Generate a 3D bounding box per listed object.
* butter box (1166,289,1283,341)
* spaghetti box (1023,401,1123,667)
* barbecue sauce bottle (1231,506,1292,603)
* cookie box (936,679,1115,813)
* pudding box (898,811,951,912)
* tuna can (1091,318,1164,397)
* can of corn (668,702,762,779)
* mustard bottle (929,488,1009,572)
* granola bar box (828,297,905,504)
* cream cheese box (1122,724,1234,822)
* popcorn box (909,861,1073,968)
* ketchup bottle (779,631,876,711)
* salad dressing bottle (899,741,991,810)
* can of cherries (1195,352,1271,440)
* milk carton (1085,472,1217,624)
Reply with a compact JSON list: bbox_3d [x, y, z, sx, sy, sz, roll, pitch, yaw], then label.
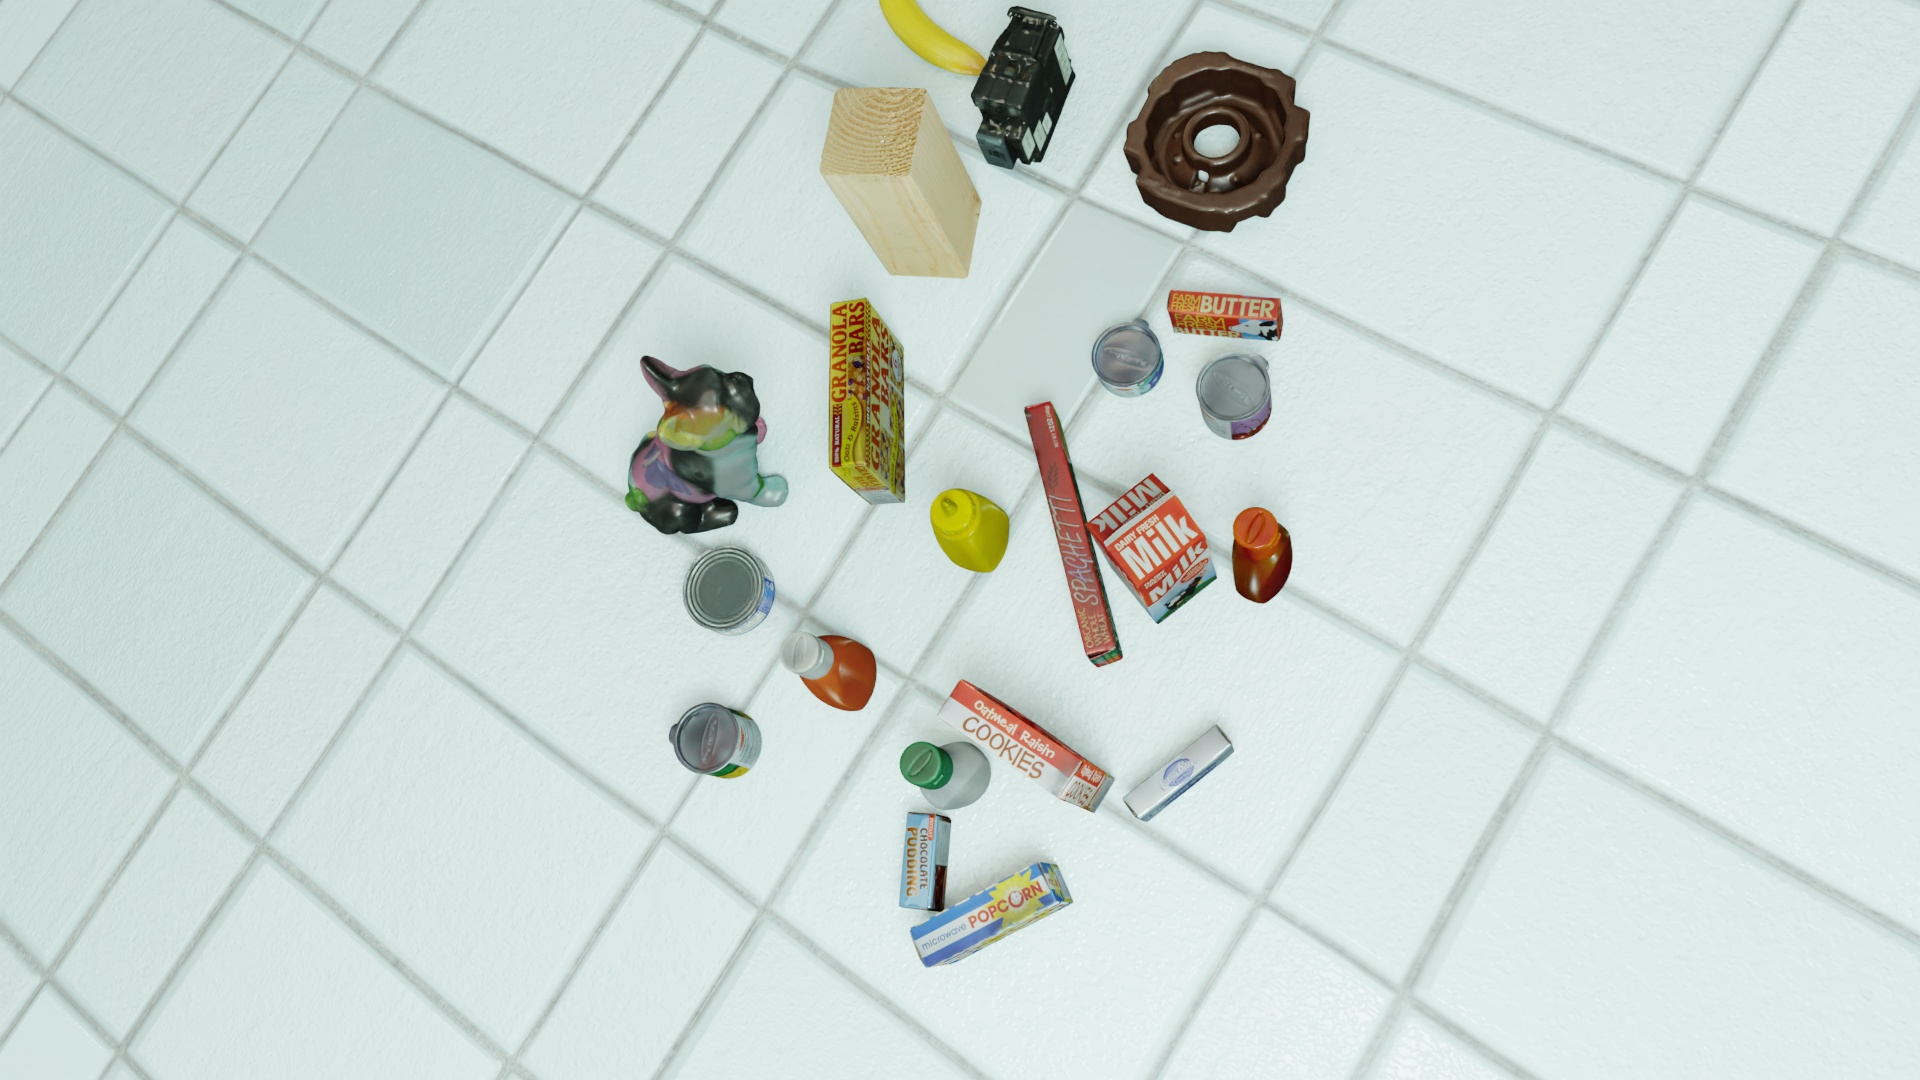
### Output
[{"bbox_3d":[0.247,-0.210,1.298,0.103,0.053,0.024,8,77,17],"label":"butter box"},{"bbox_3d":[0.103,-0.007,1.279,0.028,0.050,0.250,-17,71,10],"label":"spaghetti box"},{"bbox_3d":[0.255,0.009,1.181,0.044,0.148,0.065,26,83,20],"label":"barbecue sauce bottle"},{"bbox_3d":[0.059,0.176,1.175,0.123,0.167,0.040,31,85,21],"label":"cookie box"},{"bbox_3d":[-0.031,0.285,1.231,0.030,0.049,0.084,0,75,15],"label":"pudding box"},{"bbox_3d":[0.161,-0.173,1.321,0.071,0.032,0.071,-4,74,14],"label":"tuna can"},{"bbox_3d":[-0.230,0.189,1.307,0.071,0.058,0.071,-4,74,14],"label":"can of corn"},{"bbox_3d":[0.004,-0.016,1.249,0.049,0.160,0.065,14,79,18],"label":"mustard bottle"},{"bbox_3d":[-0.089,-0.130,1.326,0.039,0.124,0.166,-5,73,14],"label":"granola bar box"},{"bbox_3d":[0.189,0.201,1.195,0.104,0.053,0.024,-39,69,2],"label":"cream cheese box"},{"bbox_3d":[0.028,0.320,1.186,0.126,0.085,0.038,-29,70,6],"label":"popcorn box"},{"bbox_3d":[-0.118,0.113,1.250,0.043,0.148,0.065,5,76,16],"label":"ketchup bottle"},{"bbox_3d":[-0.014,0.200,1.198,0.044,0.147,0.064,42,89,21],"label":"salad dressing bottle"},{"bbox_3d":[0.254,-0.132,1.271,0.071,0.058,0.071,-4,74,14],"label":"can of cherries"},{"bbox_3d":[0.163,0.005,1.185,0.072,0.190,0.073,-38,69,2],"label":"milk carton"}]
